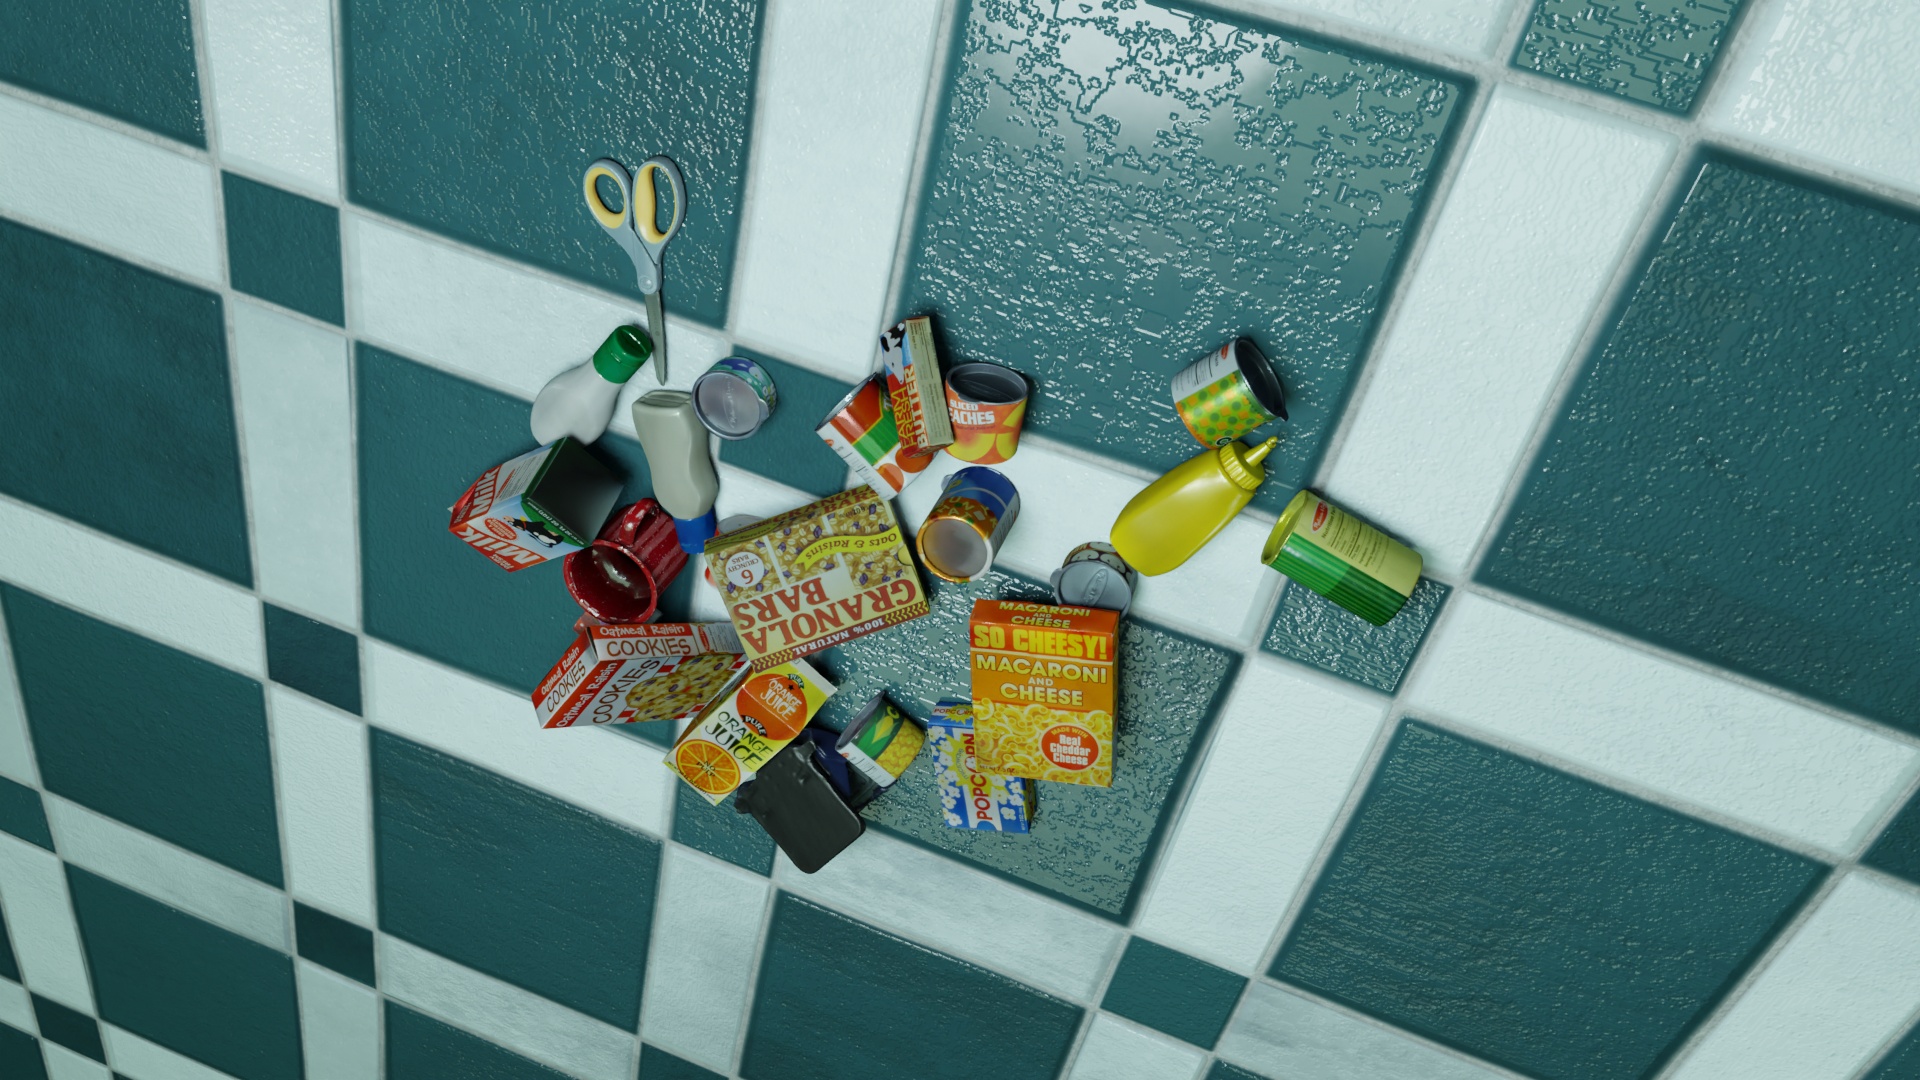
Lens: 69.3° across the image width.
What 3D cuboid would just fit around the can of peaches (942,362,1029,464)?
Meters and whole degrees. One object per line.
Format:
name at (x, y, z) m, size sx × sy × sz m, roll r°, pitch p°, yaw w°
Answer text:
can of peaches at (0.016, -0.099, 1.098) m, size 0.071 × 0.071 × 0.057 m, roll 17°, pitch 125°, yaw 9°

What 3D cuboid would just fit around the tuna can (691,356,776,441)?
tuna can at (-0.190, -0.121, 1.180) m, size 0.071 × 0.033 × 0.070 m, roll 9°, pitch 123°, yaw 14°

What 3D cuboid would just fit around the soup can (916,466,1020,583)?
soup can at (0.004, -0.014, 1.147) m, size 0.071 × 0.084 × 0.071 m, roll 9°, pitch 123°, yaw 15°

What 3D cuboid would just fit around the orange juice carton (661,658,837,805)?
orange juice carton at (-0.198, 0.169, 1.337) m, size 0.072 × 0.073 × 0.192 m, roll 42°, pitch 124°, yaw -9°

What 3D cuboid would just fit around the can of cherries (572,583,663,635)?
can of cherries at (-0.330, 0.080, 1.331) m, size 0.058 × 0.072 × 0.071 m, roll 39°, pitch 125°, yaw -7°

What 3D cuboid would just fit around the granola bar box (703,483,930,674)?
granola bar box at (-0.123, 0.032, 1.206) m, size 0.166 × 0.039 × 0.123 m, roll -19°, pitch 115°, yaw 0°

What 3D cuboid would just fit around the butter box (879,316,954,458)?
butter box at (-0.035, -0.119, 1.092) m, size 0.053 × 0.024 × 0.103 m, roll -14°, pitch 87°, yaw 64°

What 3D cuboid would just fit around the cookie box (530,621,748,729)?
cookie box at (-0.297, 0.124, 1.298) m, size 0.122 × 0.168 × 0.040 m, roll -45°, pitch 59°, yaw 35°

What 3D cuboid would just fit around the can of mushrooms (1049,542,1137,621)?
can of mushrooms at (0.112, 0.035, 1.170) m, size 0.071 × 0.034 × 0.070 m, roll 9°, pitch 124°, yaw 14°

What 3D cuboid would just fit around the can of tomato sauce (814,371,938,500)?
can of tomato sauce at (-0.066, -0.085, 1.140) m, size 0.083 × 0.071 × 0.071 m, roll 45°, pitch 124°, yaw -12°

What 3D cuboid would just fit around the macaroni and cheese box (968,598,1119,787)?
macaroni and cheese box at (0.073, 0.131, 1.195) m, size 0.124 × 0.040 × 0.165 m, roll 5°, pitch 122°, yaw 12°

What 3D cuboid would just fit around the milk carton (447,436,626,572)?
milk carton at (-0.395, -0.026, 1.262) m, size 0.190 × 0.074 × 0.072 m, roll -13°, pitch 134°, yaw 43°

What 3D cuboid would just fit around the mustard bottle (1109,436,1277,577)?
mustard bottle at (0.190, -0.034, 1.090) m, size 0.065 × 0.049 × 0.159 m, roll 44°, pitch 123°, yaw -10°

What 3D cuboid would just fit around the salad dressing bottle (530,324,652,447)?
salad dressing bottle at (-0.320, -0.131, 1.207) m, size 0.064 × 0.044 × 0.147 m, roll 47°, pitch 128°, yaw -9°

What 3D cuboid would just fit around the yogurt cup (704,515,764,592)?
yogurt cup at (-0.193, 0.013, 1.246) m, size 0.072 × 0.073 × 0.053 m, roll 16°, pitch 116°, yaw 10°

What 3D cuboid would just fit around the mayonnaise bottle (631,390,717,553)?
mayonnaise bottle at (-0.247, -0.059, 1.234) m, size 0.065 × 0.041 × 0.147 m, roll 10°, pitch 125°, yaw 27°

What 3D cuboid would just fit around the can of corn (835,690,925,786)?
can of corn at (-0.074, 0.188, 1.311) m, size 0.058 × 0.071 × 0.071 m, roll 41°, pitch 125°, yaw -9°

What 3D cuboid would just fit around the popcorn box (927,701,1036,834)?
popcorn box at (0.021, 0.214, 1.309) m, size 0.085 × 0.038 × 0.126 m, roll 1°, pitch 120°, yaw 18°

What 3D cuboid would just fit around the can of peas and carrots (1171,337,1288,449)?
can of peas and carrots at (0.200, -0.106, 1.032) m, size 0.058 × 0.071 × 0.071 m, roll -29°, pitch 108°, yaw 32°

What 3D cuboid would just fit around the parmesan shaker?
parmesan shaker at (0.293, 0.016, 1.072) m, size 0.103 × 0.072 × 0.071 m, roll 30°, pitch 125°, yaw 0°
